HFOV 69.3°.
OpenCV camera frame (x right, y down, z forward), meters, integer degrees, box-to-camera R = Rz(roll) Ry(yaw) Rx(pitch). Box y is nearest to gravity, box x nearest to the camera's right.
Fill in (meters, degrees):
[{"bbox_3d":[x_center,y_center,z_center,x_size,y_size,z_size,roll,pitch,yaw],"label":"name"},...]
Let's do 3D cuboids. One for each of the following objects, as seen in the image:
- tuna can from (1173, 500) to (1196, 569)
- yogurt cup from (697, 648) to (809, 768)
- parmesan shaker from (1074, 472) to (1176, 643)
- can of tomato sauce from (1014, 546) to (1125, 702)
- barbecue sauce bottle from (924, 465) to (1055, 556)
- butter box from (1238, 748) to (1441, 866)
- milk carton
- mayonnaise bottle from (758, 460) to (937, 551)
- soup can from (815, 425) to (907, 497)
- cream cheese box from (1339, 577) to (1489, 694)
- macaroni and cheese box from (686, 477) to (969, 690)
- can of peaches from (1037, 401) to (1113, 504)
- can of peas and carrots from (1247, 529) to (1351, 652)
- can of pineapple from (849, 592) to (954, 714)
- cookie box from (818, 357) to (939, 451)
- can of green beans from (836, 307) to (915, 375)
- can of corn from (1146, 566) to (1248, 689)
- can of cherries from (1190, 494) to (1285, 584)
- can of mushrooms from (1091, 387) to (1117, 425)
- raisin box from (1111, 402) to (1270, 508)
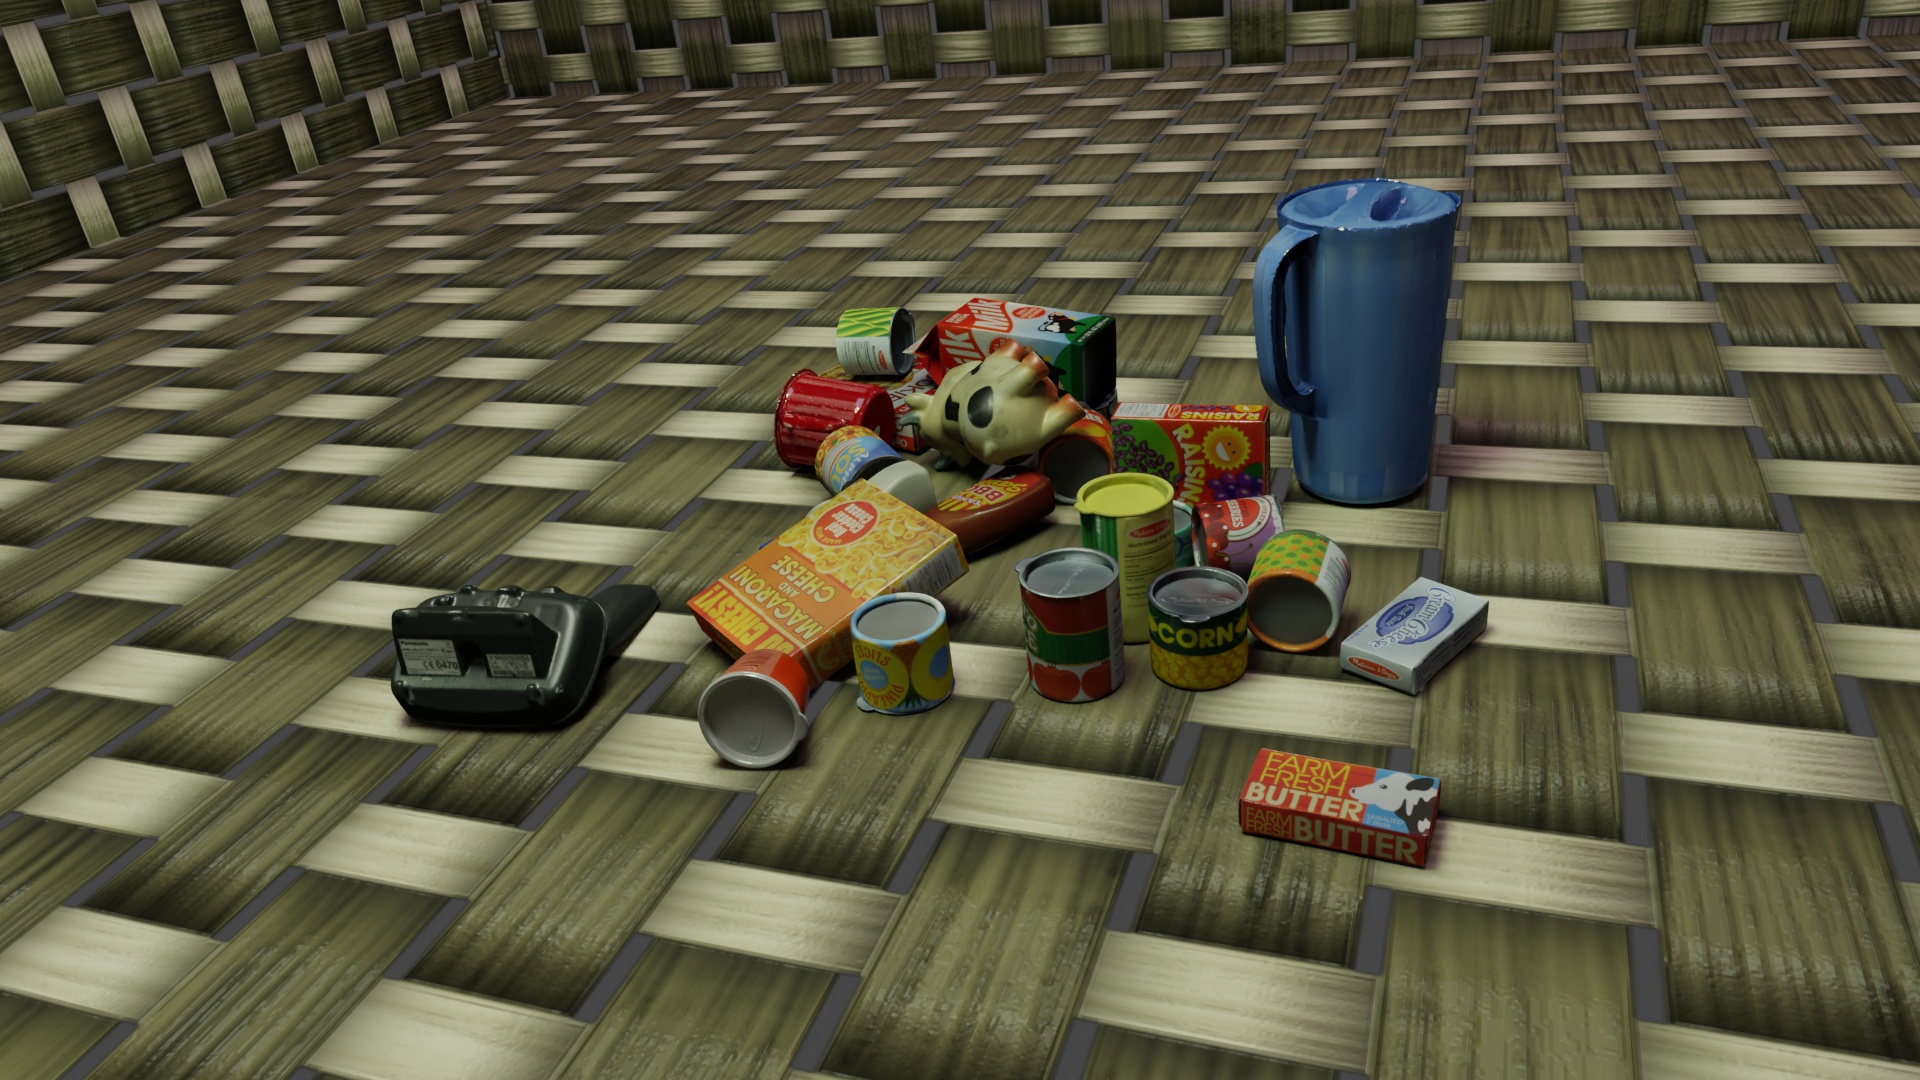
[{"bbox_3d":[0.151,-0.003,1.073,0.071,0.032,0.071,-5,27,3],"label":"tuna can"},{"bbox_3d":[-0.130,0.106,0.902,0.072,0.072,0.054,-2,20,9],"label":"yogurt cup"},{"bbox_3d":[0.116,0.013,0.976,0.071,0.102,0.071,-5,27,3],"label":"parmesan shaker"},{"bbox_3d":[0.073,0.056,0.926,0.071,0.082,0.071,-5,28,3],"label":"can of tomato sauce"},{"bbox_3d":[0.004,-0.014,1.114,0.149,0.043,0.065,-27,28,-33],"label":"barbecue sauce bottle"},{"bbox_3d":[0.214,0.149,0.784,0.103,0.024,0.053,7,30,23],"label":"butter box"},{"bbox_3d":[0.044,-0.175,1.295,0.190,0.073,0.073,14,35,28],"label":"milk carton"},{"bbox_3d":[-0.089,-0.010,1.111,0.149,0.064,0.041,-26,34,-26],"label":"mayonnaise bottle"},{"bbox_3d":[-0.083,-0.055,1.185,0.071,0.071,0.084,-18,29,-19],"label":"soup can"},{"bbox_3d":[0.304,0.063,0.926,0.053,0.024,0.104,22,39,40],"label":"cream cheese box"},{"bbox_3d":[-0.096,0.034,1.009,0.167,0.040,0.124,-37,41,-21],"label":"macaroni and cheese box"},{"bbox_3d":[0.099,-0.074,1.177,0.071,0.071,0.058,-3,29,7],"label":"can of peaches"},{"bbox_3d":[0.228,0.035,0.952,0.071,0.070,0.059,5,30,21],"label":"can of peas and carrots"},{"bbox_3d":[-0.041,0.076,0.940,0.071,0.057,0.071,-5,28,3],"label":"can of pineapple"},{"bbox_3d":[-0.066,-0.140,1.371,0.167,0.040,0.123,16,35,37],"label":"cookie box"},{"bbox_3d":[-0.083,-0.195,1.362,0.058,0.071,0.071,2,29,19],"label":"can of green beans"},{"bbox_3d":[0.158,0.060,0.927,0.071,0.058,0.071,-5,28,3],"label":"can of corn"},{"bbox_3d":[0.203,0.000,1.015,0.058,0.071,0.072,-7,28,1],"label":"can of cherries"},{"bbox_3d":[0.116,-0.122,1.302,0.071,0.033,0.071,-5,27,3],"label":"can of mushrooms"},{"bbox_3d":[0.187,-0.065,1.125,0.123,0.085,0.040,3,25,18],"label":"raisin box"}]
